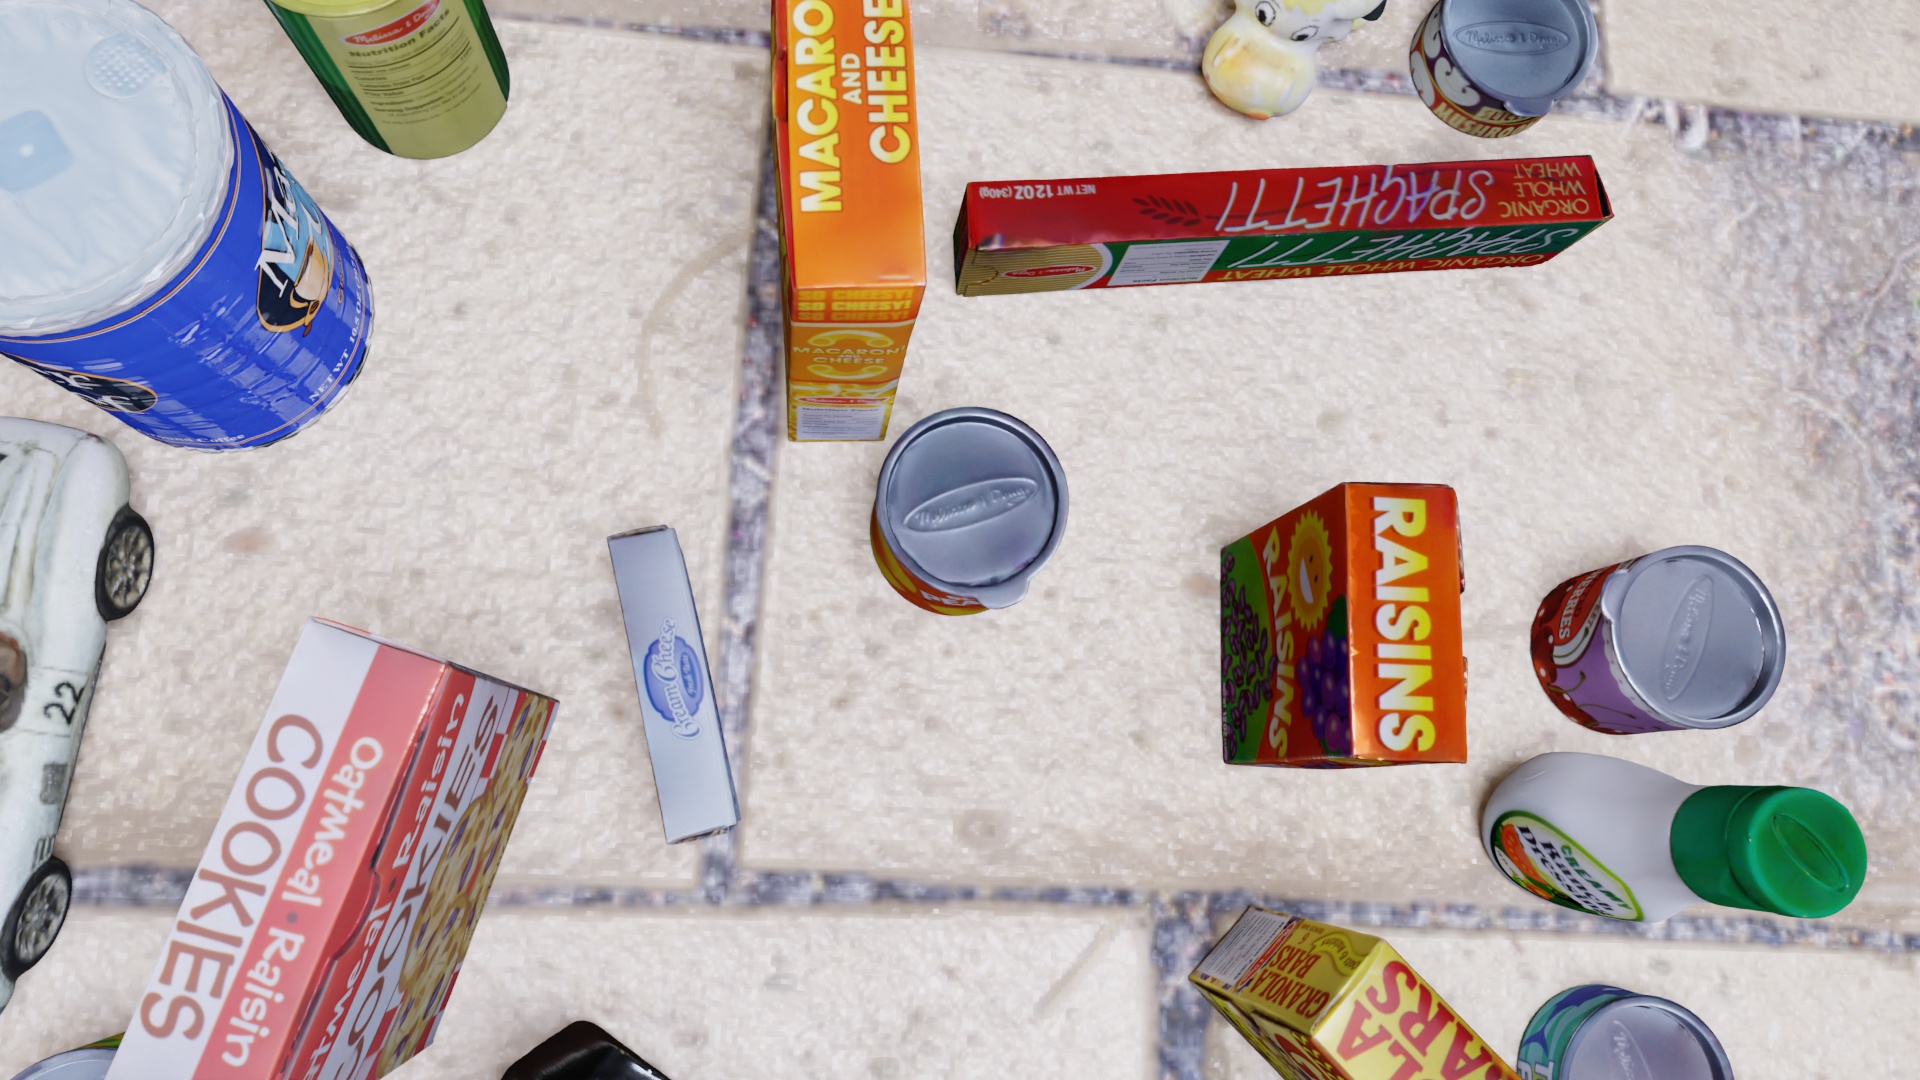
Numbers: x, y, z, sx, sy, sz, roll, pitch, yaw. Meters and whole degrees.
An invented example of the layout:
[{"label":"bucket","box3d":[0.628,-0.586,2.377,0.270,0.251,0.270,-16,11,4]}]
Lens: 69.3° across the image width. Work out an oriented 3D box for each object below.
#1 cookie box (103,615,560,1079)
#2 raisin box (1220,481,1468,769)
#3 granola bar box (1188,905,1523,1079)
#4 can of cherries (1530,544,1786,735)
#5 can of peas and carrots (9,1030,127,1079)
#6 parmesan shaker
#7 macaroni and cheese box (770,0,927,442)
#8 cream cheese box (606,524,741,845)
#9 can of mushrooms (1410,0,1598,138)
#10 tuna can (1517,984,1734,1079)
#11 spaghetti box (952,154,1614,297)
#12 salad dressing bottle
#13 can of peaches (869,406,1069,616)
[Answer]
[{"label":"cookie box","box3d":[-0.167,0.094,0.401,0.040,0.167,0.123,19,78,-3]},{"label":"raisin box","box3d":[0.125,0.034,0.470,0.040,0.123,0.086,3,79,-6]},{"label":"granola bar box","box3d":[0.158,0.194,0.443,0.039,0.124,0.165,-44,87,-12]},{"label":"can of cherries","box3d":[0.256,0.037,0.518,0.071,0.058,0.071,1,79,-7]},{"label":"can of peas and carrots","box3d":[-0.259,0.186,0.428,0.071,0.058,0.071,1,79,-7]},{"label":"parmesan shaker","box3d":[-0.203,-0.184,0.483,0.071,0.103,0.071,1,79,-7]},{"label":"macaroni and cheese box","box3d":[-0.041,-0.111,0.456,0.040,0.166,0.124,-2,80,-7]},{"label":"cream cheese box","box3d":[-0.097,0.050,0.476,0.024,0.053,0.104,-12,81,-9]},{"label":"can of mushrooms","box3d":[0.223,-0.201,0.573,0.071,0.033,0.071,1,79,-7]},{"label":"tuna can","box3d":[0.236,0.196,0.498,0.071,0.032,0.071,1,79,-7]},{"label":"spaghetti box","box3d":[0.122,-0.121,0.537,0.250,0.050,0.029,-5,80,-8]},{"label":"salad dressing bottle","box3d":[0.228,0.099,0.457,0.044,0.147,0.064,-42,87,-12]},{"label":"can of peaches","box3d":[0.002,-0.006,0.496,0.071,0.058,0.071,1,79,-7]}]
